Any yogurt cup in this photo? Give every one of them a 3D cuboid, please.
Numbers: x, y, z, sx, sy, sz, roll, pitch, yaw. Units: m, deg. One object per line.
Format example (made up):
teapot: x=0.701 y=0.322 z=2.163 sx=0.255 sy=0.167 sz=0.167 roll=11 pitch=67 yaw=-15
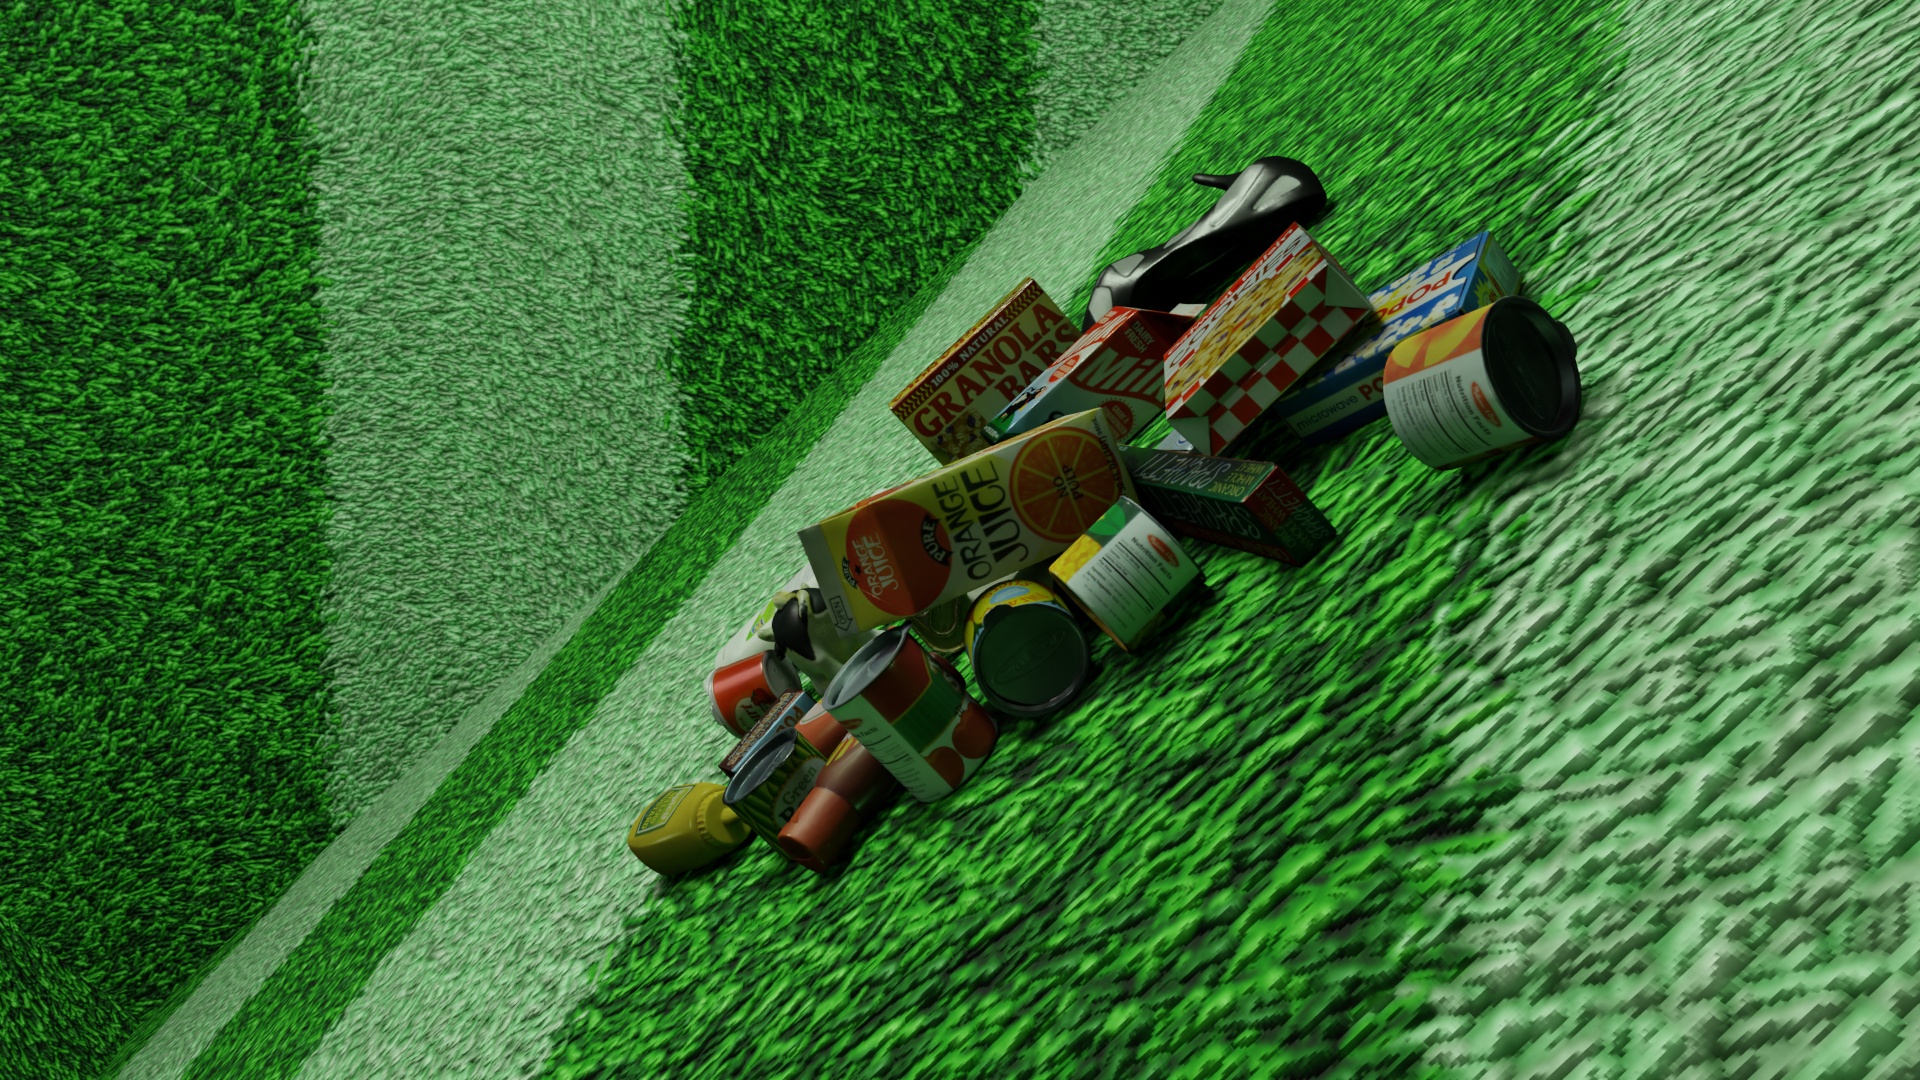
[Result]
yogurt cup: x=-0.169 y=0.126 z=1.161 sx=0.054 sy=0.072 sz=0.073 roll=-29 pitch=18 yaw=20

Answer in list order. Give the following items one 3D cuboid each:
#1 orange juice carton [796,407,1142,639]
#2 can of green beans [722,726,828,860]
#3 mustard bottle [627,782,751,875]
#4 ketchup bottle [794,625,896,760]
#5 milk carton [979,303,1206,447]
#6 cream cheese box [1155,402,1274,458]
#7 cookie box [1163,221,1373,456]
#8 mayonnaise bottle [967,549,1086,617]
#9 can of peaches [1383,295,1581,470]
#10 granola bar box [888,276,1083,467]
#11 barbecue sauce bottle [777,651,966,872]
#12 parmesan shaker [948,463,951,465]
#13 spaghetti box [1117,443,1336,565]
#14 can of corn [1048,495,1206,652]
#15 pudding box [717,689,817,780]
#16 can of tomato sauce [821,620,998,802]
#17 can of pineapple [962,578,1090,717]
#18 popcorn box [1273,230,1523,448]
orange juice carton: x=0.003 y=-0.010 z=0.834 sx=0.193 sy=0.071 sz=0.073 roll=-23 pitch=5 yaw=-10
can of green beans: x=-0.111 y=0.165 z=0.903 sx=0.071 sy=0.057 sz=0.071 roll=-40 pitch=14 yaw=13
mustard bottle: x=-0.189 y=0.206 z=1.013 sx=0.159 sy=0.048 sz=0.065 roll=-25 pitch=25 yaw=51
ketchup bottle: x=-0.082 y=0.126 z=0.965 sx=0.149 sy=0.043 sz=0.065 roll=-46 pitch=14 yaw=-7
milk carton: x=0.112 y=-0.119 z=1.084 sx=0.190 sy=0.073 sz=0.072 roll=-43 pitch=14 yaw=0
cream cheese box: x=0.178 y=-0.086 z=0.910 sx=0.104 sy=0.024 sz=0.053 roll=-46 pitch=14 yaw=-9
cookie box: x=0.180 y=-0.125 z=0.841 sx=0.122 sy=0.040 sz=0.168 roll=-45 pitch=9 yaw=20
mayonnaise bottle: x=0.058 y=0.028 z=0.878 sx=0.065 sy=0.041 sz=0.148 roll=-42 pitch=15 yaw=-17
can of peaches: x=0.237 y=-0.071 z=0.630 sx=0.071 sy=0.071 sz=0.058 roll=-52 pitch=16 yaw=-31
granola bar box: x=0.040 y=-0.126 z=1.194 sx=0.165 sy=0.124 sz=0.039 roll=-42 pitch=13 yaw=5
barbecue sauce bottle: x=-0.056 y=0.137 z=0.864 sx=0.149 sy=0.043 sz=0.064 roll=-53 pitch=12 yaw=-31
parmesan shaker: x=0.011 y=-0.024 z=1.093 sx=0.071 sy=0.071 sz=0.103 roll=-44 pitch=15 yaw=-4
spaghetti box: x=0.134 y=-0.026 z=0.808 sx=0.029 sy=0.050 sz=0.250 roll=-46 pitch=15 yaw=-5
can of corn: x=0.091 y=0.019 z=0.764 sx=0.058 sy=0.071 sz=0.071 roll=-44 pitch=14 yaw=-2
pudding box: x=-0.145 y=0.156 z=1.077 sx=0.084 sy=0.030 sz=0.049 roll=-49 pitch=16 yaw=-19
can of tomato sauce: x=-0.027 y=0.100 z=0.812 sx=0.071 sy=0.083 sz=0.071 roll=-40 pitch=15 yaw=13
can of pineapple: x=0.036 y=0.058 z=0.792 sx=0.071 sy=0.071 sz=0.058 roll=-42 pitch=14 yaw=4
popcorn box: x=0.244 y=-0.111 z=0.779 sx=0.126 sy=0.038 sz=0.085 roll=-29 pitch=19 yaw=45
